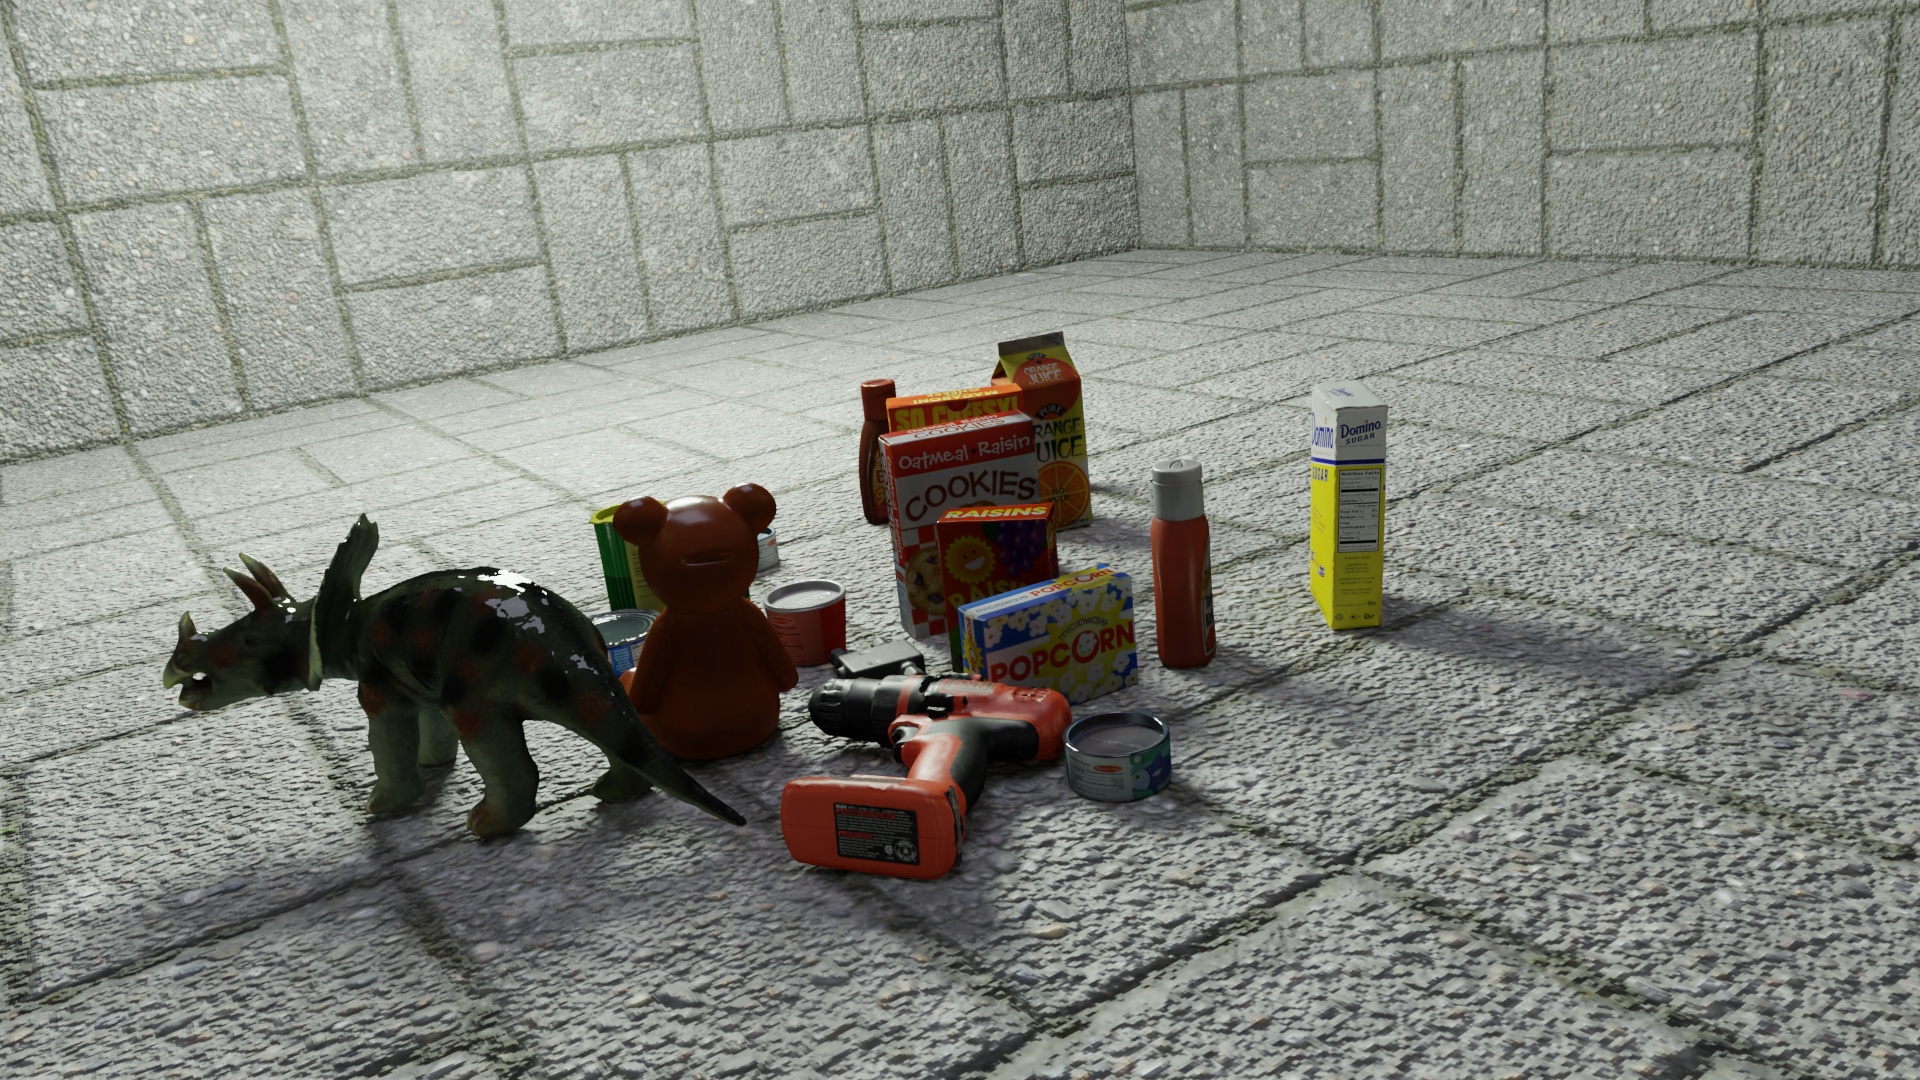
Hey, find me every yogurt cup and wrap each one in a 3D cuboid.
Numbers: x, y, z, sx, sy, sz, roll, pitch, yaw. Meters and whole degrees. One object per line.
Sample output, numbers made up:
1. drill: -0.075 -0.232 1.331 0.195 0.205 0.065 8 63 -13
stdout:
1. yogurt cup: -0.123 0.067 1.121 0.072 0.053 0.072 -6 17 2

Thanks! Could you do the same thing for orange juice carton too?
1. orange juice carton: 0.078 -0.108 1.378 0.072 0.192 0.073 -11 17 -15

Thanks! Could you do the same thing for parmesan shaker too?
1. parmesan shaker: -0.290 0.022 1.242 0.071 0.102 0.071 -6 17 2

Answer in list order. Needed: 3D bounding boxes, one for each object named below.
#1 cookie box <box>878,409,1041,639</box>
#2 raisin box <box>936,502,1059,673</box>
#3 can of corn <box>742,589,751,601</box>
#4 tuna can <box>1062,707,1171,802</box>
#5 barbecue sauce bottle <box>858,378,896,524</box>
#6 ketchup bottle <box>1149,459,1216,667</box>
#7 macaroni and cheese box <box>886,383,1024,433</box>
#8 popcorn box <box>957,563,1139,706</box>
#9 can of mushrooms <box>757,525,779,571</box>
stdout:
1. cookie box: 0.004 -0.014 1.147 0.123 0.166 0.040 -12 17 -17
2. raisin box: 0.032 0.037 1.047 0.086 0.123 0.040 -2 17 13
3. can of corn: -0.217 0.050 1.202 0.071 0.058 0.071 -6 17 2
4. tuna can: 0.099 0.133 0.867 0.071 0.032 0.071 -6 17 2
5. barbecue sauce bottle: -0.079 -0.095 1.467 0.065 0.148 0.044 -14 18 -22
6. ketchup bottle: 0.163 0.016 1.026 0.043 0.148 0.065 -1 17 16
7. macaroni and cheese box: 0.003 -0.053 1.272 0.124 0.166 0.040 -8 17 -5
8. popcorn box: 0.063 0.074 0.980 0.127 0.085 0.038 -15 19 -27
9. can of mushrooms: -0.215 0.009 1.376 0.071 0.033 0.071 -6 17 2
